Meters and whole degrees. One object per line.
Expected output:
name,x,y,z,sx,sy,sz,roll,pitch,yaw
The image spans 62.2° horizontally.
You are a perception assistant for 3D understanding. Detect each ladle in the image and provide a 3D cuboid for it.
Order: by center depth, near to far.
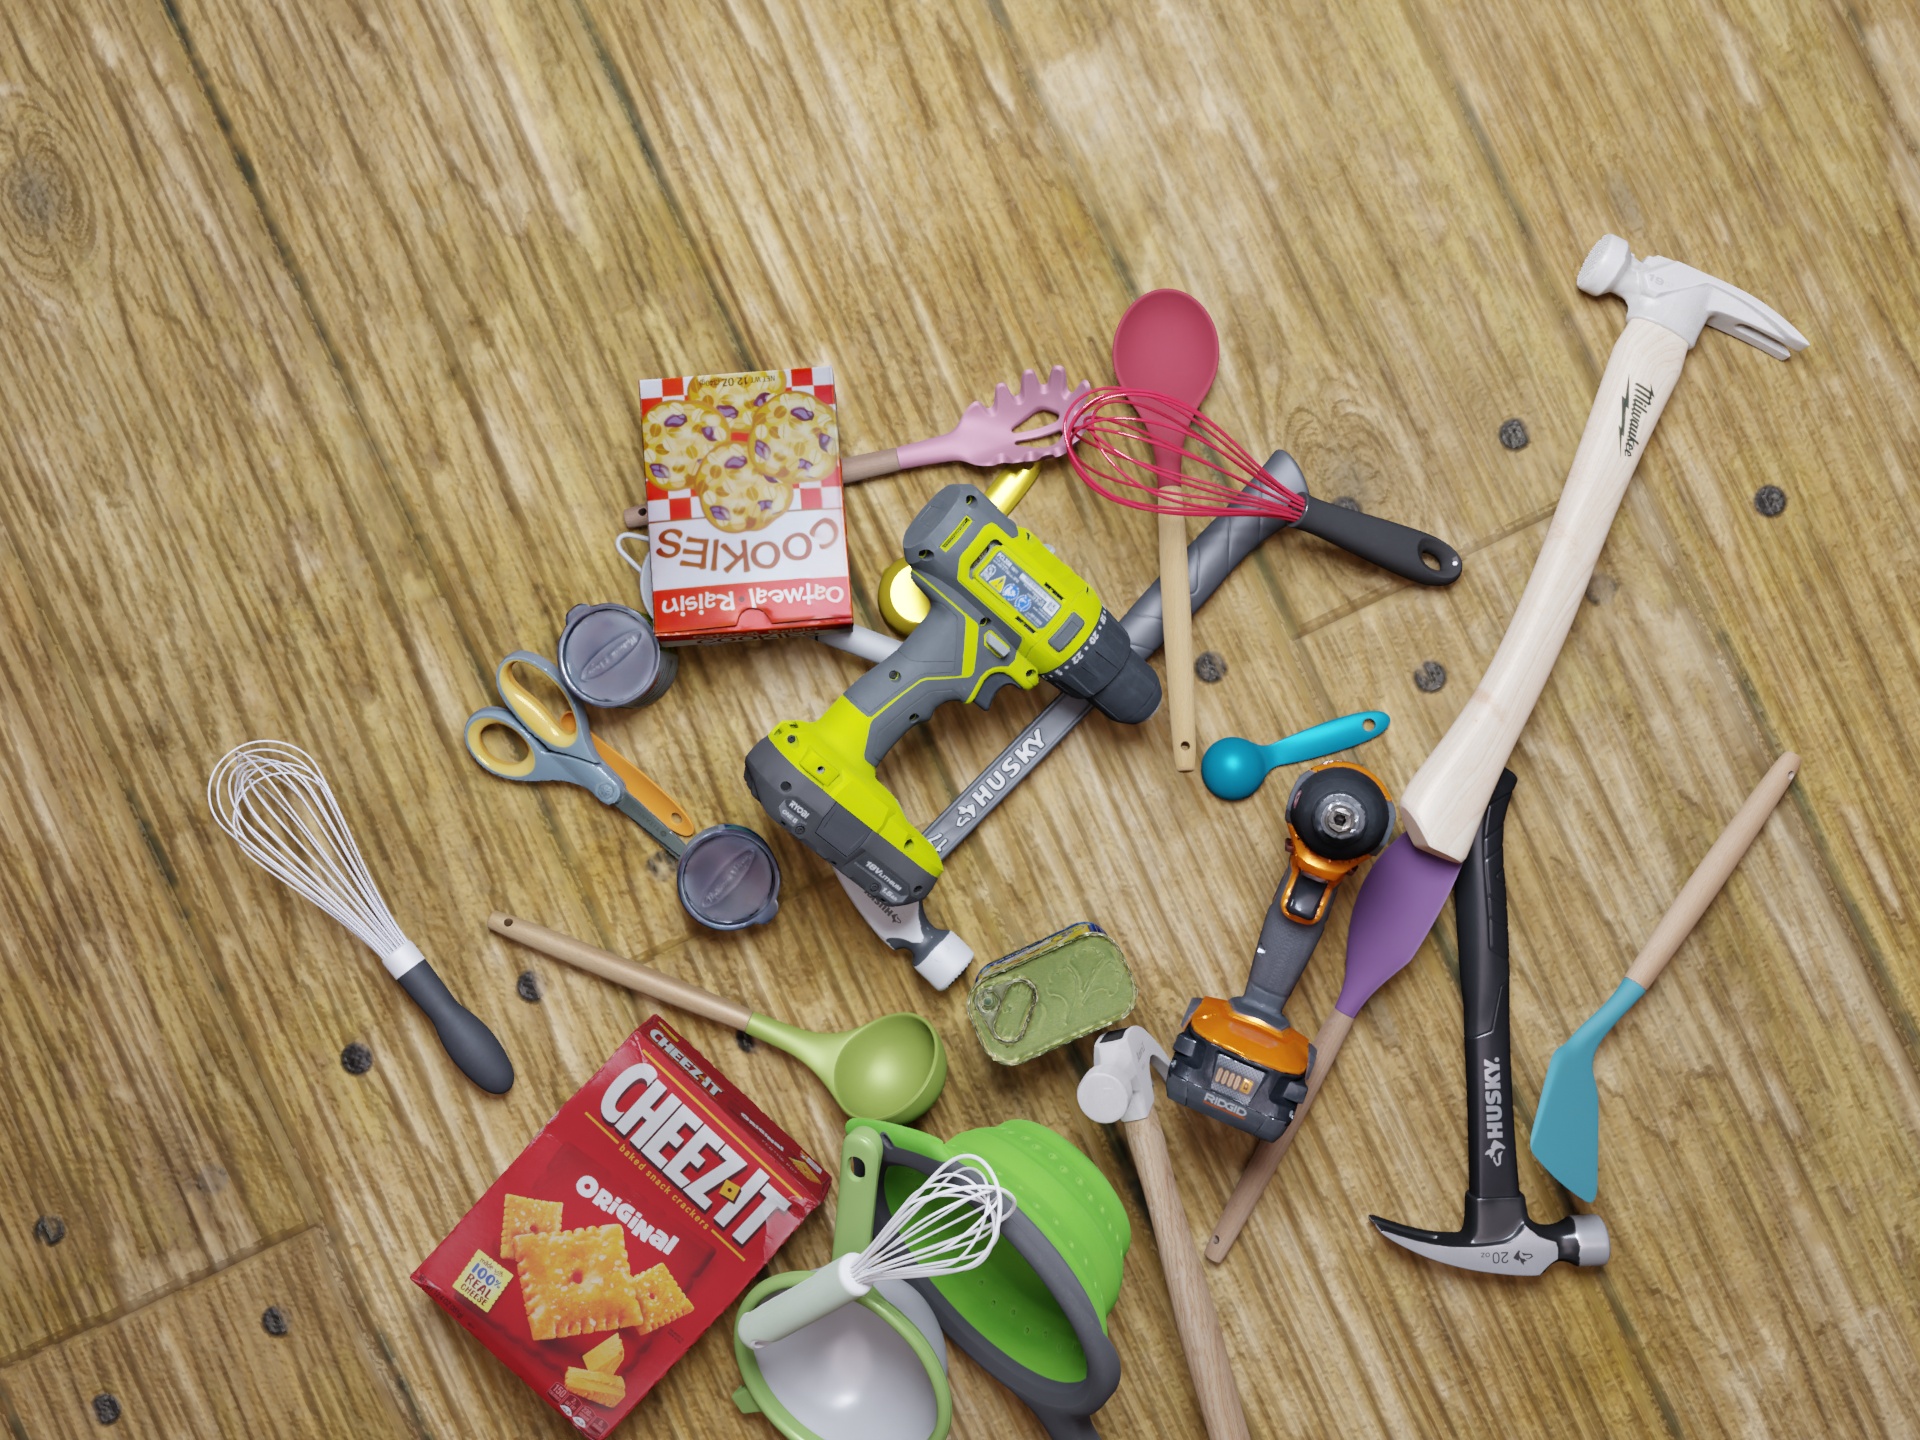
ladle,0.136,-0.122,1.009,0.069,0.031,0.315,-2,77,6
ladle,-0.161,0.181,1.030,0.320,0.062,0.078,21,58,5

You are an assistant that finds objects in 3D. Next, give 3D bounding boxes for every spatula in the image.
spatula,0.451,0.151,1.005,0.082,0.044,0.317,40,83,-29
spatula,0.235,0.210,1.029,0.018,0.060,0.316,23,95,-41

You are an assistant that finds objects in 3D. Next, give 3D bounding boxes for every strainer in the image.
strainer,-0.059,0.349,0.992,0.151,0.069,0.256,14,114,19
strainer,-0.101,-0.062,1.026,0.258,0.050,0.087,21,71,6

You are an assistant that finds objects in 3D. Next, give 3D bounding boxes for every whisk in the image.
whisk,-0.055,0.313,0.911,0.246,0.057,0.059,-40,49,35
whisk,0.192,-0.136,0.986,0.295,0.073,0.073,17,90,-21
whisk,-0.383,0.131,1.039,0.070,0.070,0.284,-38,94,1

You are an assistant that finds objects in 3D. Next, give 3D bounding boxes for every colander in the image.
colander,0.073,0.386,1.002,0.094,0.204,0.397,-37,107,-32

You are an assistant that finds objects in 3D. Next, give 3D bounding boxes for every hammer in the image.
hammer,0.141,0.350,0.993,0.031,0.130,0.331,-14,96,19
hammer,0.392,-0.098,1.007,0.146,0.038,0.411,25,85,0
hammer,0.333,0.187,1.026,0.146,0.035,0.335,-3,89,1
hammer,0.075,-0.020,1.035,0.149,0.036,0.409,44,90,2

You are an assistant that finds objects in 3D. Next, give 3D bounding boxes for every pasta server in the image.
pasta server,-0.068,-0.168,1.037,0.316,0.040,0.060,-12,76,3

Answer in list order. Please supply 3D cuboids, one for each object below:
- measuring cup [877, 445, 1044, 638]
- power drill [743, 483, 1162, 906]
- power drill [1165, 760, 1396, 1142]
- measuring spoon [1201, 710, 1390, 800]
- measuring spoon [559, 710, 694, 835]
measuring cup,0.004,-0.120,1.039,0.062,0.029,0.156,39,90,2
power drill,-0.002,-0.003,0.969,0.190,0.080,0.228,40,91,-21
power drill,0.200,0.132,0.965,0.084,0.164,0.226,21,93,13
measuring spoon,0.220,0.018,1.036,0.128,0.021,0.042,-18,89,1
measuring spoon,-0.219,0.035,1.055,0.117,0.011,0.021,42,117,-1
